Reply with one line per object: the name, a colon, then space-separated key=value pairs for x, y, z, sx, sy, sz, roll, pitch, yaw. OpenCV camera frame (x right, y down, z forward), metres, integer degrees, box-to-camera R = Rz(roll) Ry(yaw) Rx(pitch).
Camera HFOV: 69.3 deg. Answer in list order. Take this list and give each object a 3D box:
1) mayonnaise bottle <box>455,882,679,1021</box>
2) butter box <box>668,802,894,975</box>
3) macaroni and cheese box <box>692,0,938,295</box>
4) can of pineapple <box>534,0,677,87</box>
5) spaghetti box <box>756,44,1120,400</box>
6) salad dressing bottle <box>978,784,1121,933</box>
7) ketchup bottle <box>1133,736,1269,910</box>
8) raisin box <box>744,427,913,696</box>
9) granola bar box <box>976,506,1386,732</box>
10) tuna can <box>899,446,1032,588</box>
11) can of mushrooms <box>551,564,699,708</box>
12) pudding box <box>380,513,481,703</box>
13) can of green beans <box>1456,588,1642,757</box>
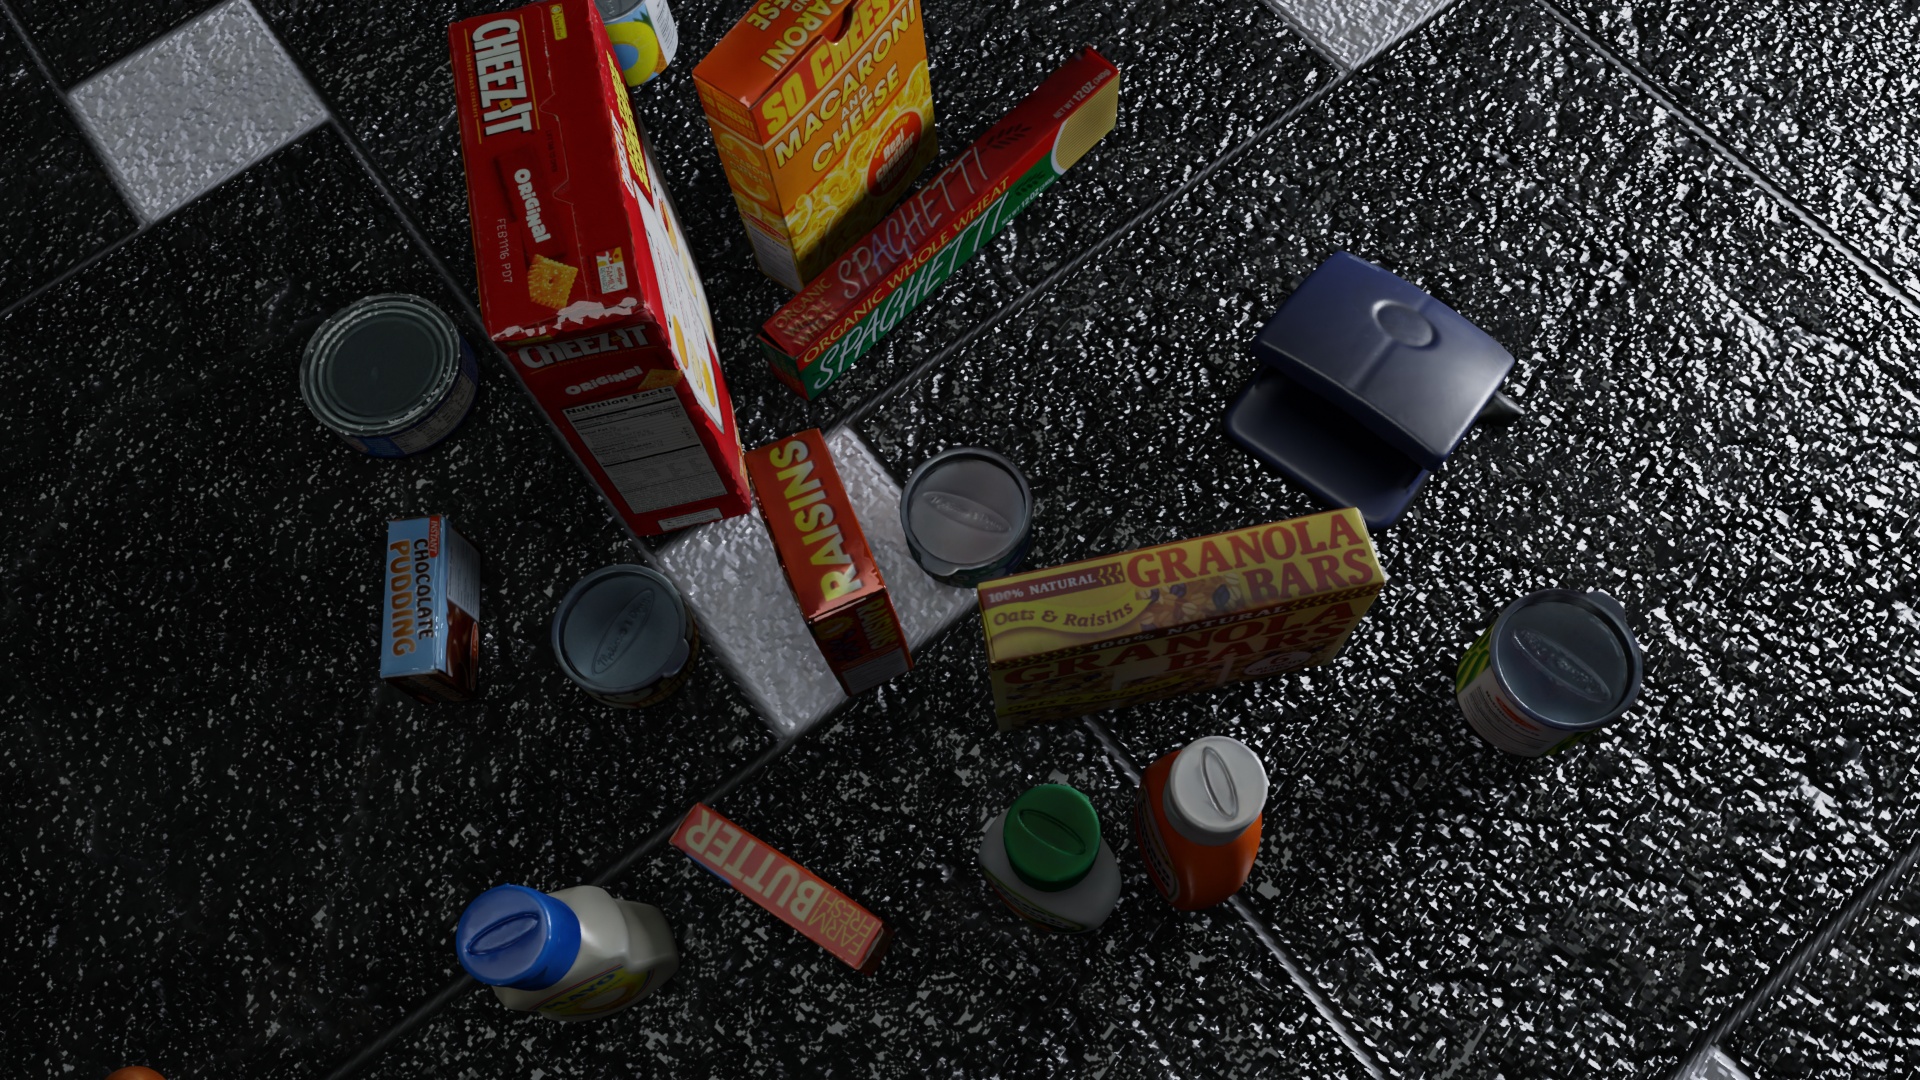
mayonnaise bottle: x=-0.164 y=0.171 z=0.576 sx=0.065 sy=0.147 sz=0.041 roll=-25 pitch=70 yaw=-6
butter box: x=-0.079 y=0.158 z=0.627 sx=0.103 sy=0.053 sz=0.024 roll=29 pitch=73 yaw=14
macaroni and cheese box: x=-0.067 y=-0.218 z=0.714 sx=0.040 sy=0.166 sz=0.124 roll=33 pitch=74 yaw=15
can of pineapple: x=-0.207 y=-0.310 z=0.817 sx=0.071 sy=0.057 sz=0.071 roll=-1 pitch=69 yaw=3
spaghetti box: x=-0.007 y=-0.173 z=0.756 sx=0.029 sy=0.050 sz=0.251 roll=42 pitch=76 yaw=17
salad dressing bottle: x=0.037 y=0.133 z=0.580 sx=0.064 sy=0.147 sz=0.044 roll=29 pitch=73 yaw=13
ketchup bottle: x=0.101 y=0.115 z=0.582 sx=0.043 sy=0.148 sz=0.065 roll=-17 pitch=69 yaw=-3
raisin box: x=-0.060 y=0.013 z=0.646 sx=0.040 sy=0.123 sz=0.086 roll=-22 pitch=69 yaw=-5
granola bar box: x=0.093 y=0.038 z=0.627 sx=0.166 sy=0.123 sz=0.039 roll=-12 pitch=69 yaw=-1
tuna can: x=0.002 y=-0.009 z=0.699 sx=0.071 sy=0.032 sz=0.071 roll=-1 pitch=68 yaw=3
can of mushrooms: x=-0.162 y=0.049 z=0.685 sx=0.071 sy=0.033 sz=0.071 roll=-1 pitch=68 yaw=3
pudding box: x=-0.261 y=0.034 z=0.688 sx=0.030 sy=0.049 sz=0.084 roll=-7 pitch=68 yaw=1
can of green beans: x=0.270 y=0.063 z=0.643 sx=0.071 sy=0.057 sz=0.071 roll=-1 pitch=69 yaw=3
